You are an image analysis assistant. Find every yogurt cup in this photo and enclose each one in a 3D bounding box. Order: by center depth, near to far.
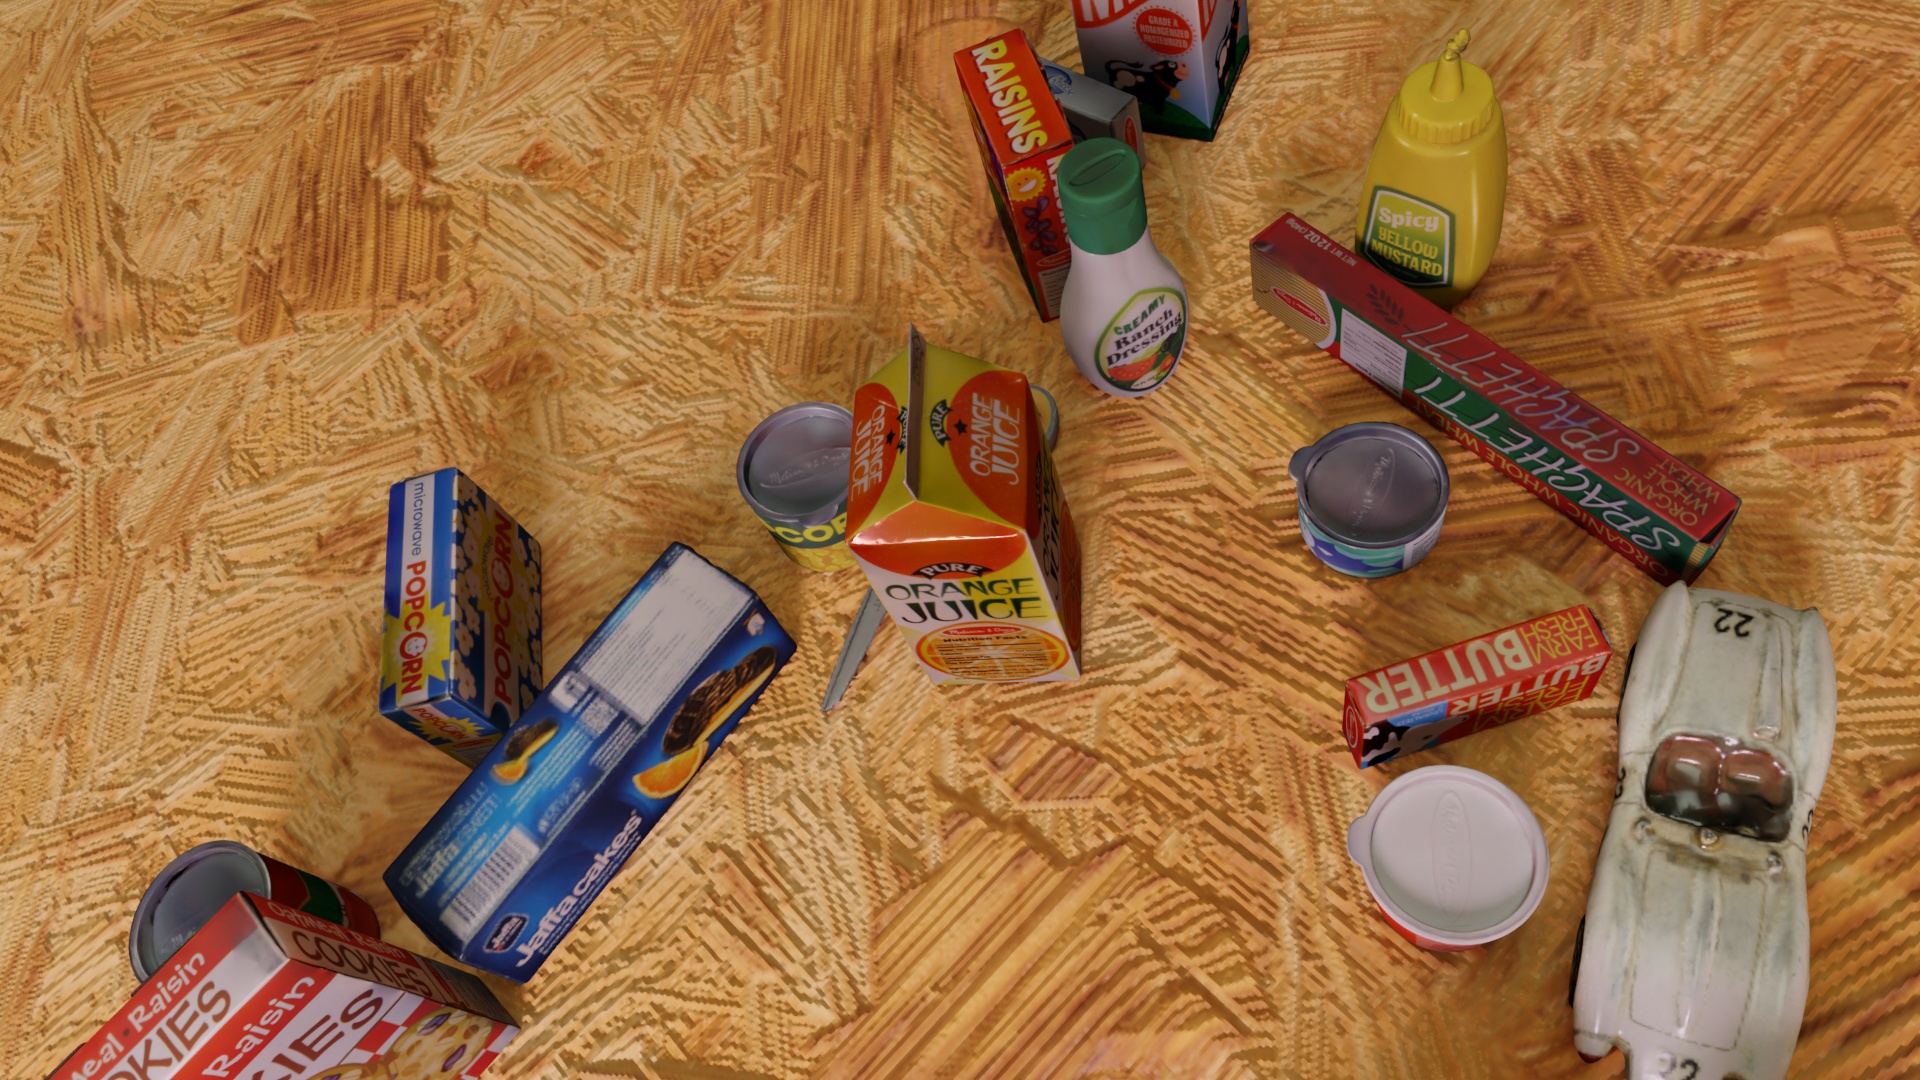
[{"bbox_3d":[0.190,0.128,0.541,0.072,0.053,0.073,-6,61,11],"label":"yogurt cup"}]

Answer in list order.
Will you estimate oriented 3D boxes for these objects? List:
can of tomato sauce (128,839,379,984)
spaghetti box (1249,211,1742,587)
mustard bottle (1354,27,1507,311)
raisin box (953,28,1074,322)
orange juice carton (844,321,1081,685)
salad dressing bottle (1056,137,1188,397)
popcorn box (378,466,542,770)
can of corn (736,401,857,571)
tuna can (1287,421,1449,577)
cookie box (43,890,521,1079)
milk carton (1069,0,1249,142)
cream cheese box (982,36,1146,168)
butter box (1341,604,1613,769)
[{"bbox_3d":[-0.311,0.179,0.621,0.071,0.082,0.071,-6,61,11],"label":"can of tomato sauce"},{"bbox_3d":[0.235,-0.069,0.639,0.029,0.050,0.251,-42,61,-10],"label":"spaghetti box"},{"bbox_3d":[0.216,-0.170,0.635,0.065,0.159,0.049,28,72,25],"label":"mustard bottle"},{"bbox_3d":[0.037,-0.183,0.708,0.040,0.123,0.086,-20,59,3],"label":"raisin box"},{"bbox_3d":[0.002,-0.007,0.581,0.073,0.192,0.072,-4,62,12],"label":"orange juice carton"},{"bbox_3d":[0.073,-0.125,0.653,0.064,0.147,0.044,-32,60,-4],"label":"salad dressing bottle"},{"bbox_3d":[-0.241,0.039,0.679,0.038,0.085,0.127,-15,60,6],"label":"popcorn box"},{"bbox_3d":[-0.069,-0.023,0.685,0.071,0.058,0.071,-6,61,11],"label":"can of corn"},{"bbox_3d":[0.185,-0.019,0.635,0.071,0.032,0.071,-6,61,11],"label":"tuna can"},{"bbox_3d":[-0.267,0.213,0.542,0.040,0.166,0.123,36,76,27],"label":"cookie box"},{"bbox_3d":[0.101,-0.302,0.718,0.073,0.189,0.072,16,67,21],"label":"milk carton"},{"bbox_3d":[0.053,-0.239,0.775,0.104,0.053,0.024,33,74,27],"label":"cream cheese box"},{"bbox_3d":[0.210,0.061,0.573,0.103,0.053,0.024,-18,60,4],"label":"butter box"}]
